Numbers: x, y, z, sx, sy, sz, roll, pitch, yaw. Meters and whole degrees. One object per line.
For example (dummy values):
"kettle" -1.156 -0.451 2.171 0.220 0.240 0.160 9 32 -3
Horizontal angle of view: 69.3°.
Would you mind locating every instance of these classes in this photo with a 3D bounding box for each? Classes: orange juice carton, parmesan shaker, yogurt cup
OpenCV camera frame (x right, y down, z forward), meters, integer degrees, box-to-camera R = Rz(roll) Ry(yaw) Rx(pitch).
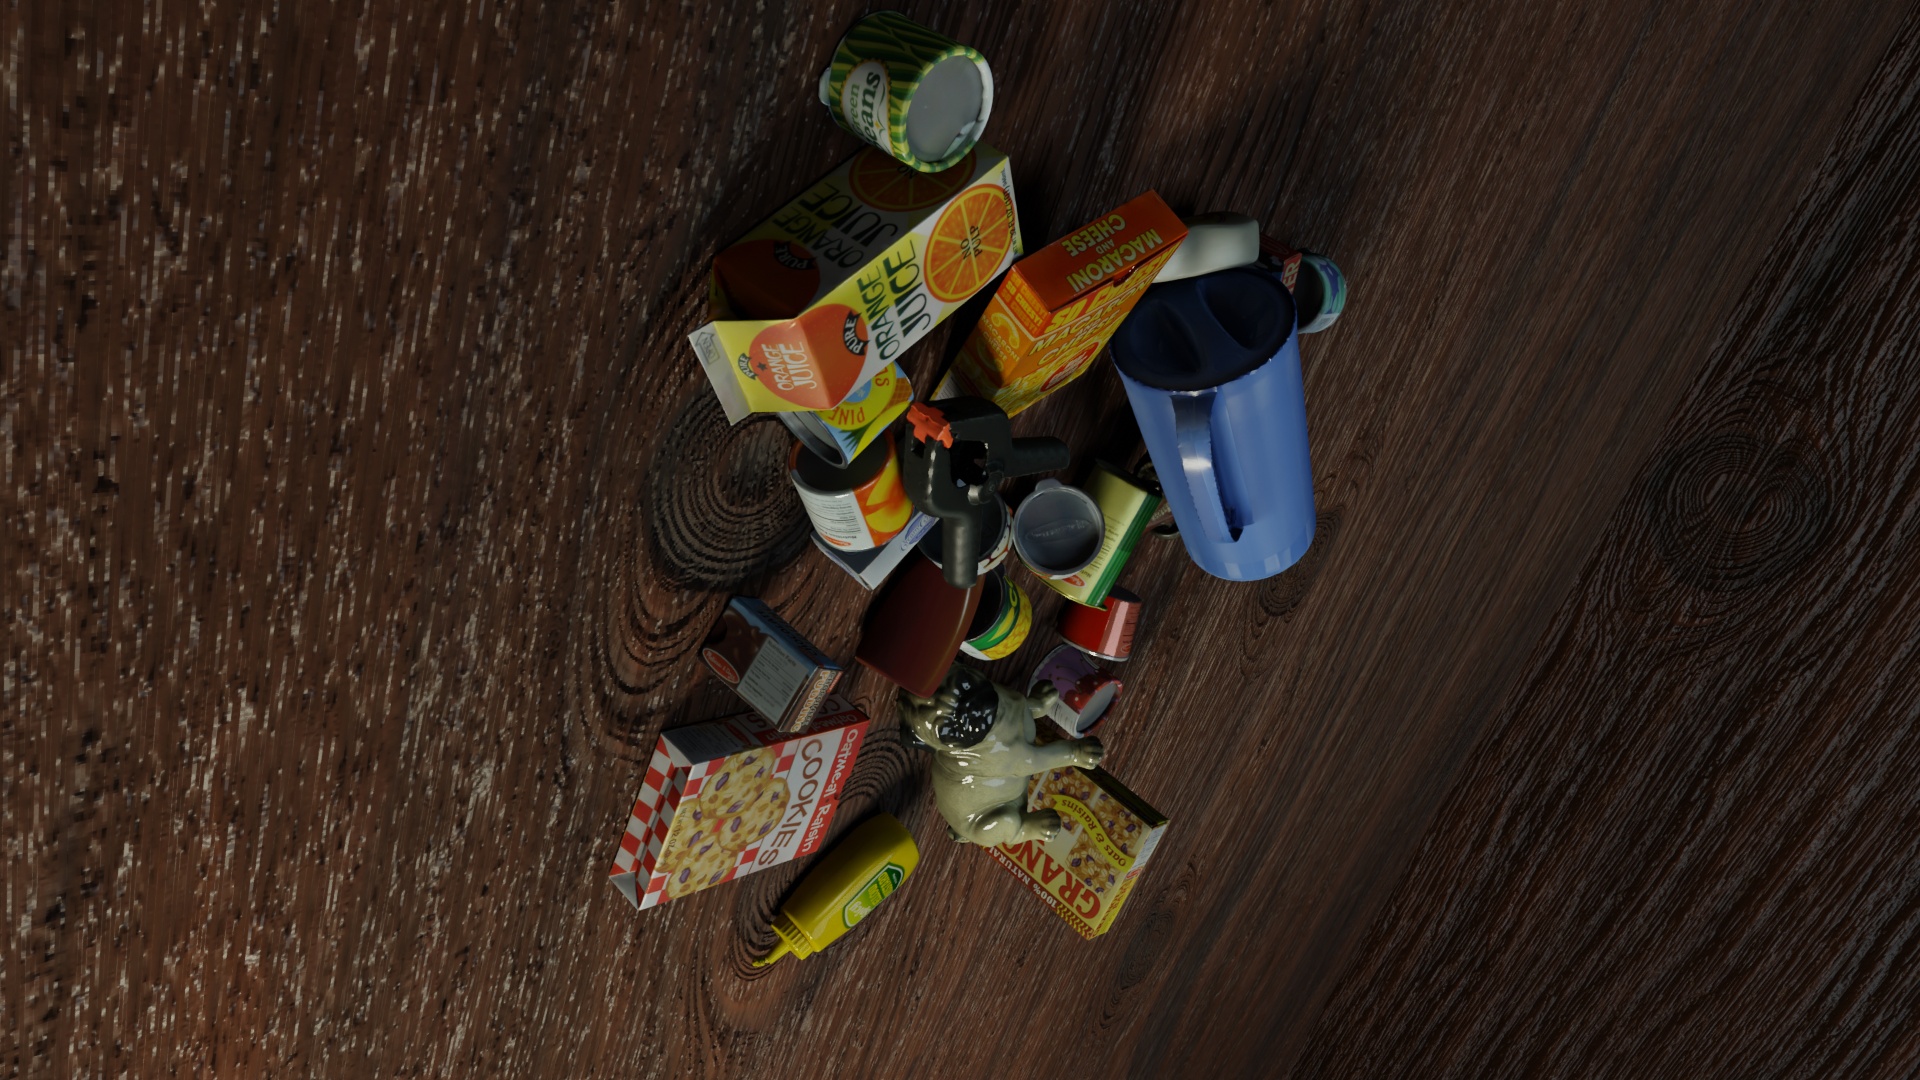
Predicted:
"orange juice carton" -0.060 -0.141 0.743 0.193 0.073 0.071 -41 147 -19
"parmesan shaker" 0.111 -0.005 1.105 0.071 0.071 0.103 10 112 -56
"yogurt cup" 0.122 0.067 1.200 0.072 0.072 0.053 4 109 -54

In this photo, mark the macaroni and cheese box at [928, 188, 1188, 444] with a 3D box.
"macaroni and cheese box" 0.058 -0.135 0.871 0.124 0.040 0.165 -34 171 -30

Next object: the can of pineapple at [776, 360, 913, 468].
"can of pineapple" -0.069 -0.084 0.791 0.058 0.071 0.070 -46 148 -14

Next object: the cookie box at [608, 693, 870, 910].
"cookie box" -0.149 0.179 0.967 0.168 0.040 0.122 -6 125 -51

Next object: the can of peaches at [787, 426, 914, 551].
"can of peaches" -0.065 -0.038 0.845 0.071 0.071 0.057 -43 147 -17

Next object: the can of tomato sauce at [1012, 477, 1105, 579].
"can of tomato sauce" 0.070 -0.007 1.030 0.071 0.071 0.083 -52 176 -3

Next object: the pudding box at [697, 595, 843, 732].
"pudding box" -0.119 0.076 0.867 0.049 0.084 0.030 -59 151 8

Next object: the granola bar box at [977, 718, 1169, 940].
"granola bar box" 0.088 0.252 1.236 0.039 0.166 0.123 2 119 -55

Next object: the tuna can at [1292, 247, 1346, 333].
"tuna can" 0.279 -0.206 1.143 0.033 0.071 0.070 -13 130 -46

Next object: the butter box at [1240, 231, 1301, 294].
"butter box" 0.235 -0.193 1.106 0.024 0.053 0.103 -30 141 -31

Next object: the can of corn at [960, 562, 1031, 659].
"can of corn" 0.015 0.049 1.035 0.071 0.071 0.058 -53 150 -2

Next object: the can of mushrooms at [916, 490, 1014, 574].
"can of mushrooms" 0.003 -0.012 0.957 0.071 0.071 0.033 -51 160 -4

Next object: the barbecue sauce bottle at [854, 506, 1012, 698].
"barbecue sauce bottle" -0.014 0.034 0.991 0.148 0.065 0.043 -61 166 -5

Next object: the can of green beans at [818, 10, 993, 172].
"can of green beans" -0.026 -0.230 0.715 0.071 0.058 0.071 -34 143 -29

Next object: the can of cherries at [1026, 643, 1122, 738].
"can of cherries" 0.104 0.133 1.244 0.072 0.058 0.071 -33 143 -29

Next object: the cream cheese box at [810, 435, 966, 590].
"cream cheese box" -0.043 -0.022 0.900 0.104 0.053 0.024 -47 146 -10

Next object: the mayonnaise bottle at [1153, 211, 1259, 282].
"mayonnaise bottle" 0.141 -0.202 0.965 0.149 0.065 0.041 -18 113 -39

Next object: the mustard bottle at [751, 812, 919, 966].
"mustard bottle" -0.104 0.293 1.132 0.161 0.049 0.065 -40 145 -21
